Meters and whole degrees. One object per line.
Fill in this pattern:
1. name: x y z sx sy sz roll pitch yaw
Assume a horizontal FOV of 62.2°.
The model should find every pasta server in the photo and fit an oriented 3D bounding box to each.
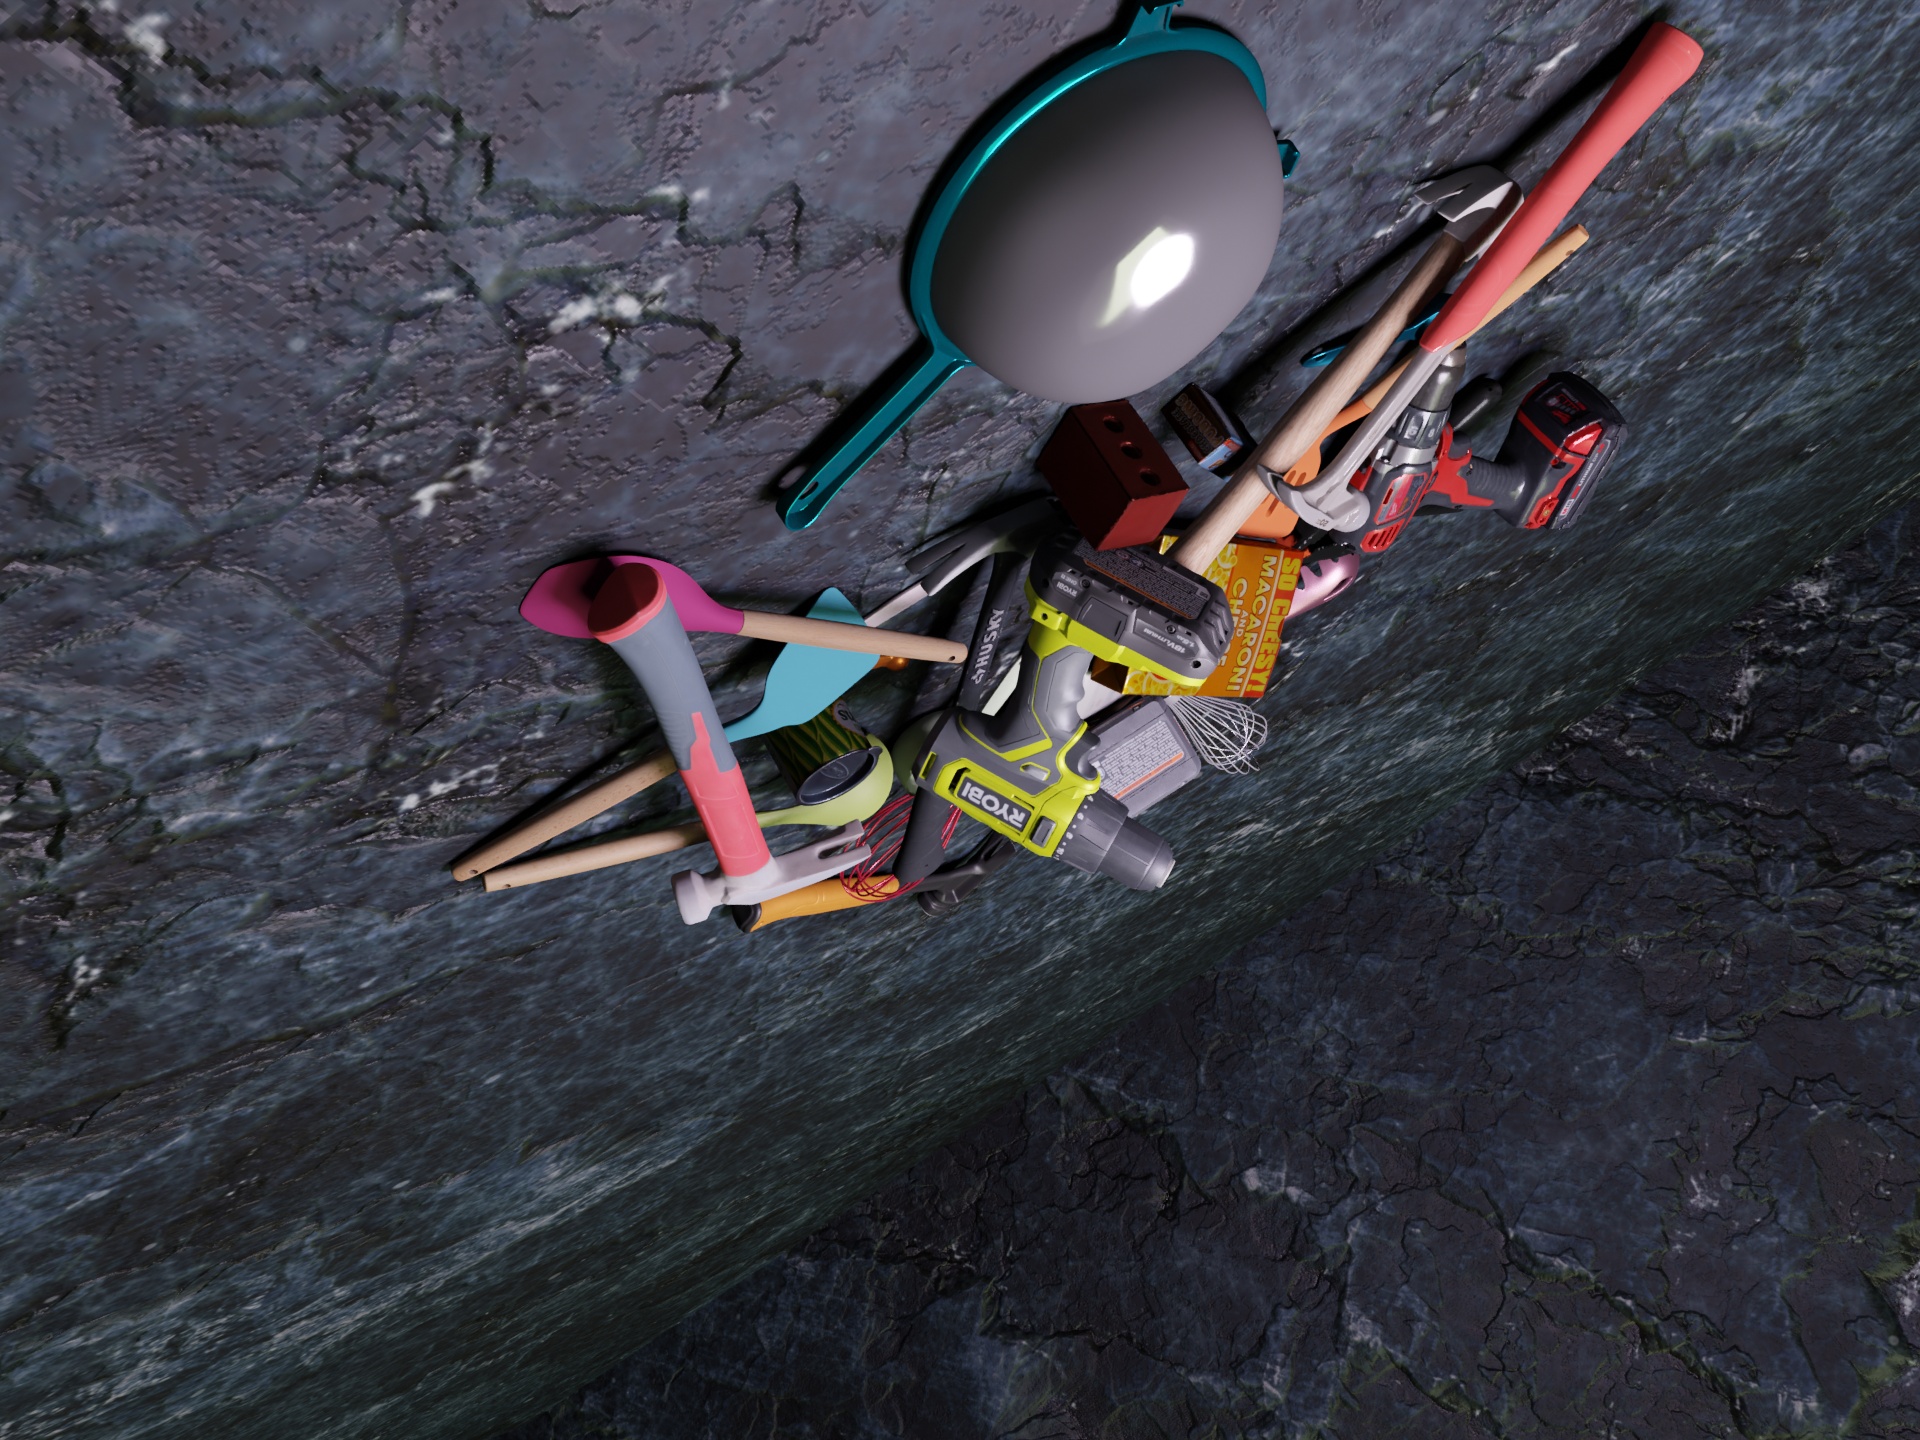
1. pasta server: 0.233 -0.070 1.459 0.316 0.040 0.060 -32 160 10

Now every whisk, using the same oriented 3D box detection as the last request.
1. whisk: 0.000 0.054 1.357 0.296 0.073 0.073 -46 156 18
2. whisk: 0.201 -0.017 1.433 0.070 0.070 0.284 -39 142 17

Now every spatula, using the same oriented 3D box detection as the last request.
1. spatula: 0.314 -0.236 1.140 0.081 0.041 0.322 2 151 -41
2. spatula: -0.198 0.021 1.042 0.317 0.044 0.082 -28 142 6

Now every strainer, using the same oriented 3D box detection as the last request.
1. strainer: 0.040 -0.190 0.816 0.340 0.095 0.211 -42 158 19

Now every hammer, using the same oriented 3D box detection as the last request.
1. hammer: 0.326 -0.274 1.000 0.359 0.037 0.149 -53 154 16
2. hammer: 0.244 -0.219 1.034 0.331 0.031 0.130 -50 155 6
3. hammer: -0.002 -0.004 1.179 0.149 0.036 0.408 -20 148 -29
4. hammer: -0.084 0.157 1.501 0.127 0.034 0.336 -43 157 29
5. hammer: -0.144 0.020 0.991 0.143 0.038 0.386 -19 151 -7

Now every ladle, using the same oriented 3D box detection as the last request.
1. ladle: -0.192 0.071 1.162 0.320 0.062 0.078 -12 152 -28

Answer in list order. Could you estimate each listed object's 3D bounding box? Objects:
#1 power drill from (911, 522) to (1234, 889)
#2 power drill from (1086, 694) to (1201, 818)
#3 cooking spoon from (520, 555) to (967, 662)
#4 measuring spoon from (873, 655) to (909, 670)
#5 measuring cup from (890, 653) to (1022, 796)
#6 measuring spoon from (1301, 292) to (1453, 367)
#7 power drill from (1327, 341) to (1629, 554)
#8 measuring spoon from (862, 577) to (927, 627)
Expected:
1. power drill: 0.089 0.000 1.062 0.080 0.190 0.228 -53 170 -54
2. power drill: 0.121 0.036 1.361 0.164 0.084 0.226 -32 -177 -12
3. cooking spoon: -0.112 -0.056 0.949 0.318 0.017 0.068 5 139 -44
4. measuring spoon: -0.081 -0.032 1.112 0.117 0.011 0.021 -14 153 -39
5. measuring cup: 0.003 -0.007 1.260 0.083 0.038 0.167 -4 139 -49
6. measuring spoon: 0.292 -0.273 1.107 0.128 0.021 0.042 -19 164 -10
7. power drill: 0.406 -0.222 1.244 0.226 0.080 0.187 -8 138 -24
8. measuring spoon: -0.051 -0.065 1.072 0.124 0.018 0.034 -33 159 0
